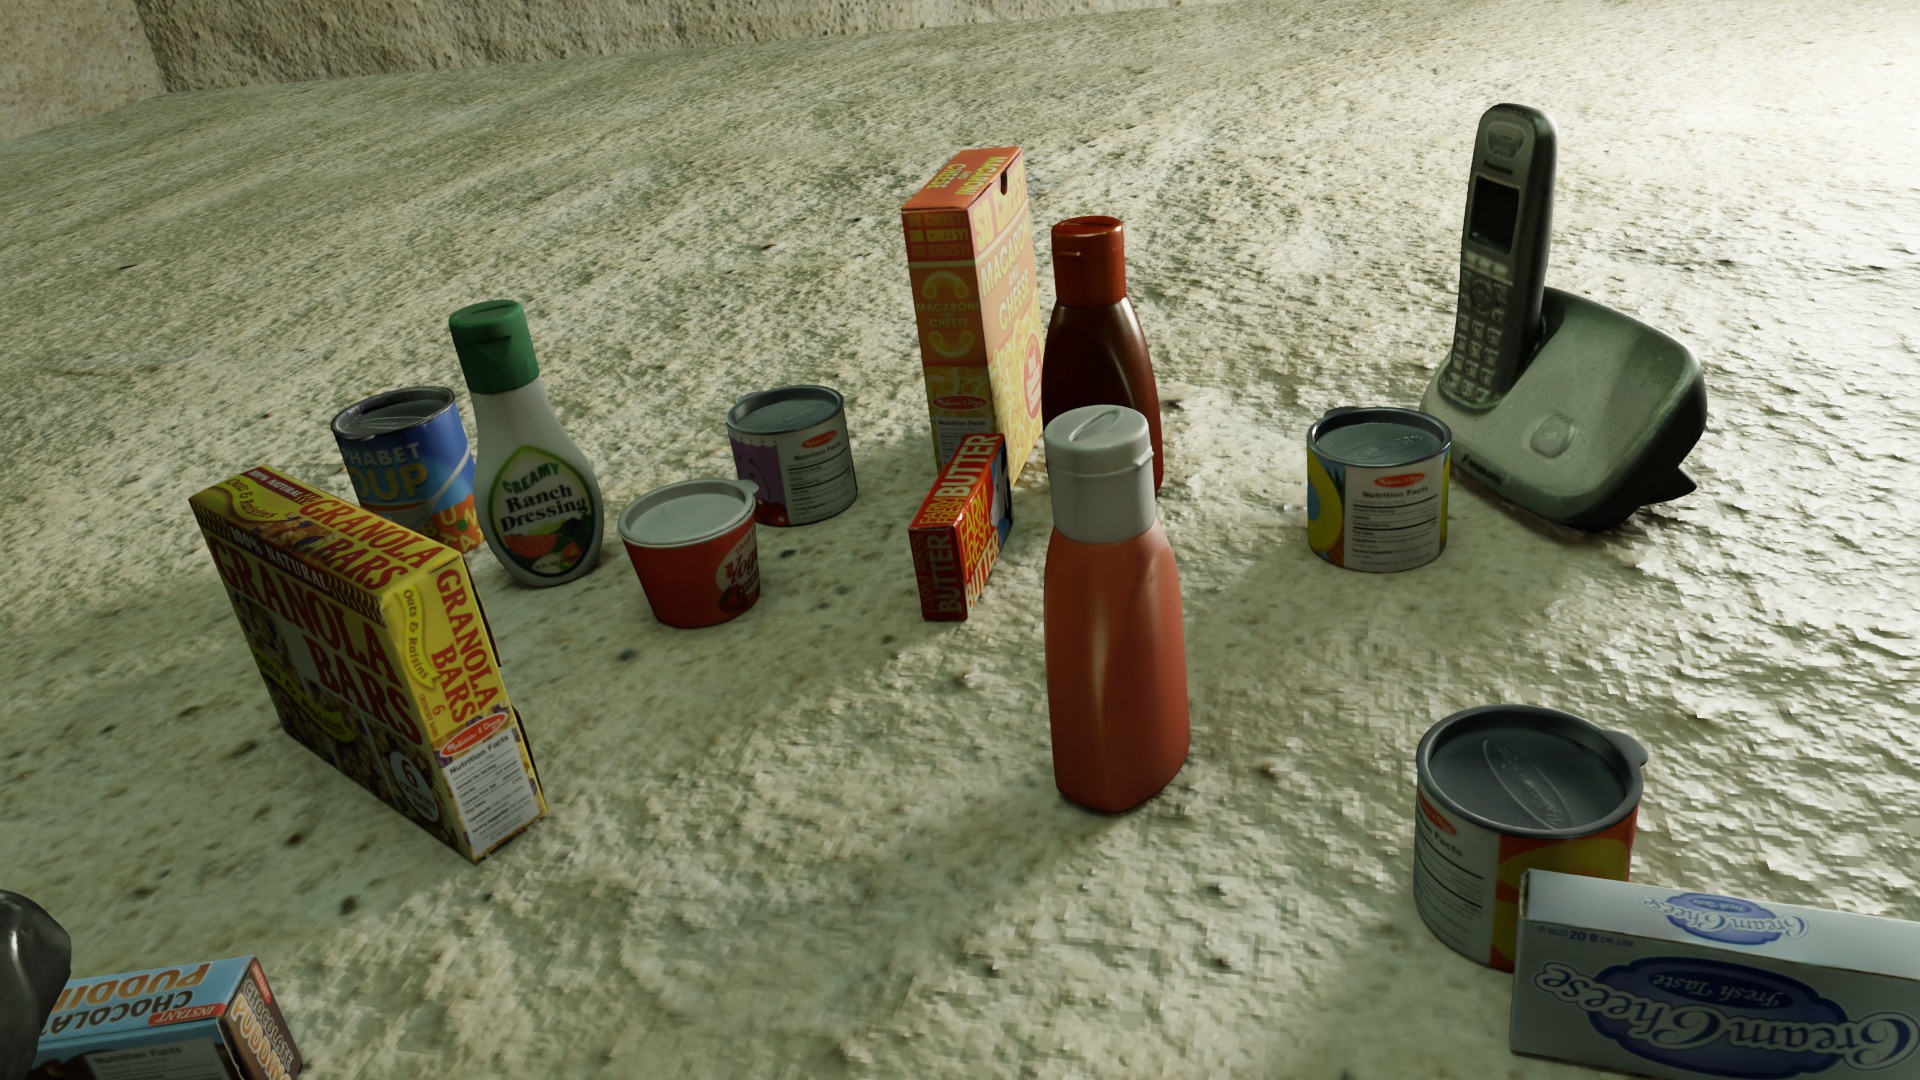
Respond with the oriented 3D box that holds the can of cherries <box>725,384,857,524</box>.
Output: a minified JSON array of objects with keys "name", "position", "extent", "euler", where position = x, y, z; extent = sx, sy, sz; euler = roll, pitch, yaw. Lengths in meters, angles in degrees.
[{"name":"can of cherries","position":[-0.095,-0.049,0.781],"extent":[0.071,0.058,0.072],"euler":[-6,28,3]}]

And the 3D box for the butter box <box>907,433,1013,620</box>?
[{"name":"butter box","position":[0.002,-0.009,0.688],"extent":[0.024,0.053,0.104],"euler":[1,29,16]}]

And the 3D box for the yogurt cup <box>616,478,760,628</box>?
[{"name":"yogurt cup","position":[-0.131,0.007,0.690],"extent":[0.072,0.053,0.073],"euler":[-6,28,3]}]

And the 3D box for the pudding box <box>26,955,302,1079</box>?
[{"name":"pudding box","position":[-0.260,0.163,0.437],"extent":[0.084,0.049,0.030],"euler":[-8,28,-1]}]

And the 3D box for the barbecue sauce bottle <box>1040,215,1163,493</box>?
[{"name":"barbecue sauce bottle","position":[0.071,-0.093,0.726],"extent":[0.065,0.147,0.044],"euler":[12,33,32]}]

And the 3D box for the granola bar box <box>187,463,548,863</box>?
[{"name":"granola bar box","position":[-0.245,0.046,0.572],"extent":[0.165,0.123,0.039],"euler":[17,37,38]}]

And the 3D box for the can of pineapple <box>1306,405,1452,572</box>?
[{"name":"can of pineapple","position":[0.200,-0.026,0.667],"extent":[0.071,0.057,0.071],"euler":[-6,28,3]}]

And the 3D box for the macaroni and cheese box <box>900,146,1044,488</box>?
[{"name":"macaroni and cheese box","position":[0.013,-0.122,0.776],"extent":[0.040,0.165,0.124],"euler":[1,29,16]}]

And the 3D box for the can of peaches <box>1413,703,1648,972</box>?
[{"name":"can of peaches","position":[0.183,0.095,0.447],"extent":[0.071,0.057,0.071],"euler":[-6,28,3]}]

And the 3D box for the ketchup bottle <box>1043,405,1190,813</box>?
[{"name":"ketchup bottle","position":[0.056,0.025,0.511],"extent":[0.043,0.148,0.065],"euler":[14,35,35]}]

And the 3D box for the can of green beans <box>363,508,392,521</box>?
[{"name":"can of green beans","position":[-0.318,0.024,0.701],"extent":[0.071,0.057,0.071],"euler":[-6,28,3]}]

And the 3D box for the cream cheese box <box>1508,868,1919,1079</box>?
[{"name":"cream cheese box","position":[0.210,0.126,0.387],"extent":[0.104,0.053,0.024],"euler":[4,30,20]}]

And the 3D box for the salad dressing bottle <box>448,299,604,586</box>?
[{"name":"salad dressing bottle","position":[-0.227,-0.049,0.720],"extent":[0.064,0.147,0.044],"euler":[-17,29,-17]}]

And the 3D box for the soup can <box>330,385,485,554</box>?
[{"name":"soup can","position":[-0.308,-0.035,0.780],"extent":[0.071,0.083,0.072],"euler":[-6,28,3]}]
